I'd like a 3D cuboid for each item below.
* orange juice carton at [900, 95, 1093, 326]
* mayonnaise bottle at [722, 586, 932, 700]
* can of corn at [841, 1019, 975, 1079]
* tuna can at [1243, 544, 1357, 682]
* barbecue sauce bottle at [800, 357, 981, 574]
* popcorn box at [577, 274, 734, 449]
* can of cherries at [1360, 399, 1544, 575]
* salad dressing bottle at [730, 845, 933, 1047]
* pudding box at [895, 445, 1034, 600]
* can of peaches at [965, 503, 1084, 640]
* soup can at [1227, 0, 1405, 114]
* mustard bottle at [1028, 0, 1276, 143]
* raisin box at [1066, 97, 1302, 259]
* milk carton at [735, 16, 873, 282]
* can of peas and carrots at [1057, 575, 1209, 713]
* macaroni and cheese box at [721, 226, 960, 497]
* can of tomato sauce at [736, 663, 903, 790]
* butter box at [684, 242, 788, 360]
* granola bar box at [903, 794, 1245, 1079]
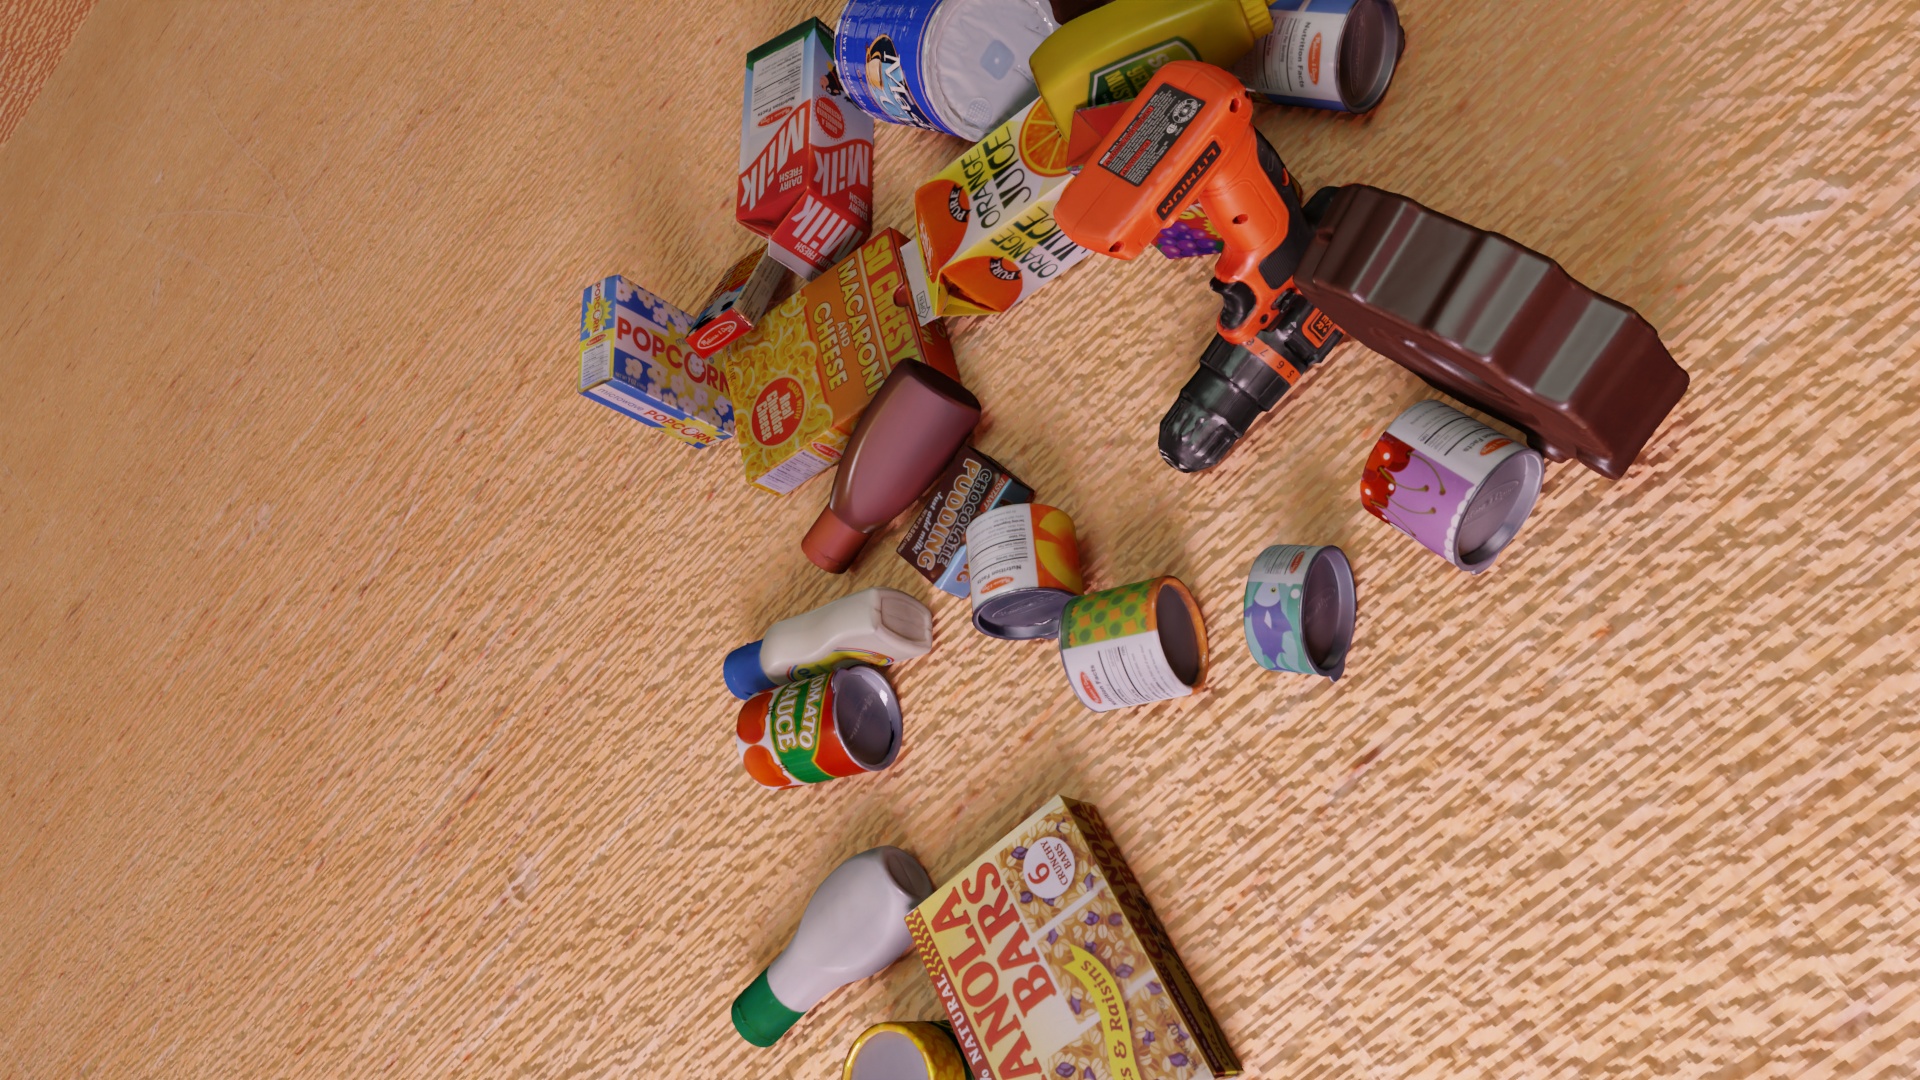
[{"bbox_3d":[0.040,-0.213,0.885,0.192,0.073,0.072,-31,58,25],"label":"orange juice carton"},{"bbox_3d":[-0.090,0.069,0.894,0.147,0.065,0.041,-21,60,35],"label":"mayonnaise bottle"},{"bbox_3d":[-0.022,0.296,0.762,0.071,0.058,0.071,-13,67,33],"label":"can of corn"},{"bbox_3d":[0.173,0.037,0.703,0.033,0.071,0.071,2,76,39],"label":"tuna can"},{"bbox_3d":[-0.051,-0.044,0.905,0.148,0.065,0.044,-54,25,20],"label":"barbecue sauce bottle"},{"bbox_3d":[-0.221,-0.129,1.019,0.038,0.126,0.085,-17,65,29],"label":"popcorn box"},{"bbox_3d":[0.237,-0.025,0.676,0.058,0.071,0.071,39,99,39],"label":"can of cherries"},{"bbox_3d":[-0.080,0.246,0.834,0.147,0.044,0.064,-46,55,17],"label":"salad dressing bottle"},{"bbox_3d":[0.003,-0.011,0.870,0.050,0.030,0.083,40,100,38],"label":"pudding box"},{"bbox_3d":[0.038,0.019,0.809,0.071,0.071,0.058,-24,56,29],"label":"can of peaches"},{"bbox_3d":[0.199,-0.283,0.797,0.084,0.071,0.071,23,89,41],"label":"soup can"},{"bbox_3d":[0.120,-0.279,0.769,0.160,0.065,0.049,-23,57,16],"label":"mustard bottle"},{"bbox_3d":[0.128,-0.204,0.783,0.086,0.123,0.040,0,75,37],"label":"raisin box"},{"bbox_3d":[-0.114,-0.279,1.027,0.073,0.072,0.191,-14,65,33],"label":"milk carton"},{"bbox_3d":[0.095,0.054,0.755,0.058,0.071,0.071,-16,65,32],"label":"can of peas and carrots"},{"bbox_3d":[-0.088,-0.123,0.972,0.166,0.040,0.124,-30,59,26],"label":"macaroni and cheese box"},{"bbox_3d":[-0.090,0.117,0.869,0.083,0.071,0.071,-18,64,32],"label":"can of tomato sauce"},{"bbox_3d":[-0.164,-0.179,1.029,0.053,0.024,0.104,-26,30,30],"label":"butter box"},{"bbox_3d":[0.055,0.239,0.736,0.124,0.039,0.166,-42,54,17],"label":"granola bar box"}]
